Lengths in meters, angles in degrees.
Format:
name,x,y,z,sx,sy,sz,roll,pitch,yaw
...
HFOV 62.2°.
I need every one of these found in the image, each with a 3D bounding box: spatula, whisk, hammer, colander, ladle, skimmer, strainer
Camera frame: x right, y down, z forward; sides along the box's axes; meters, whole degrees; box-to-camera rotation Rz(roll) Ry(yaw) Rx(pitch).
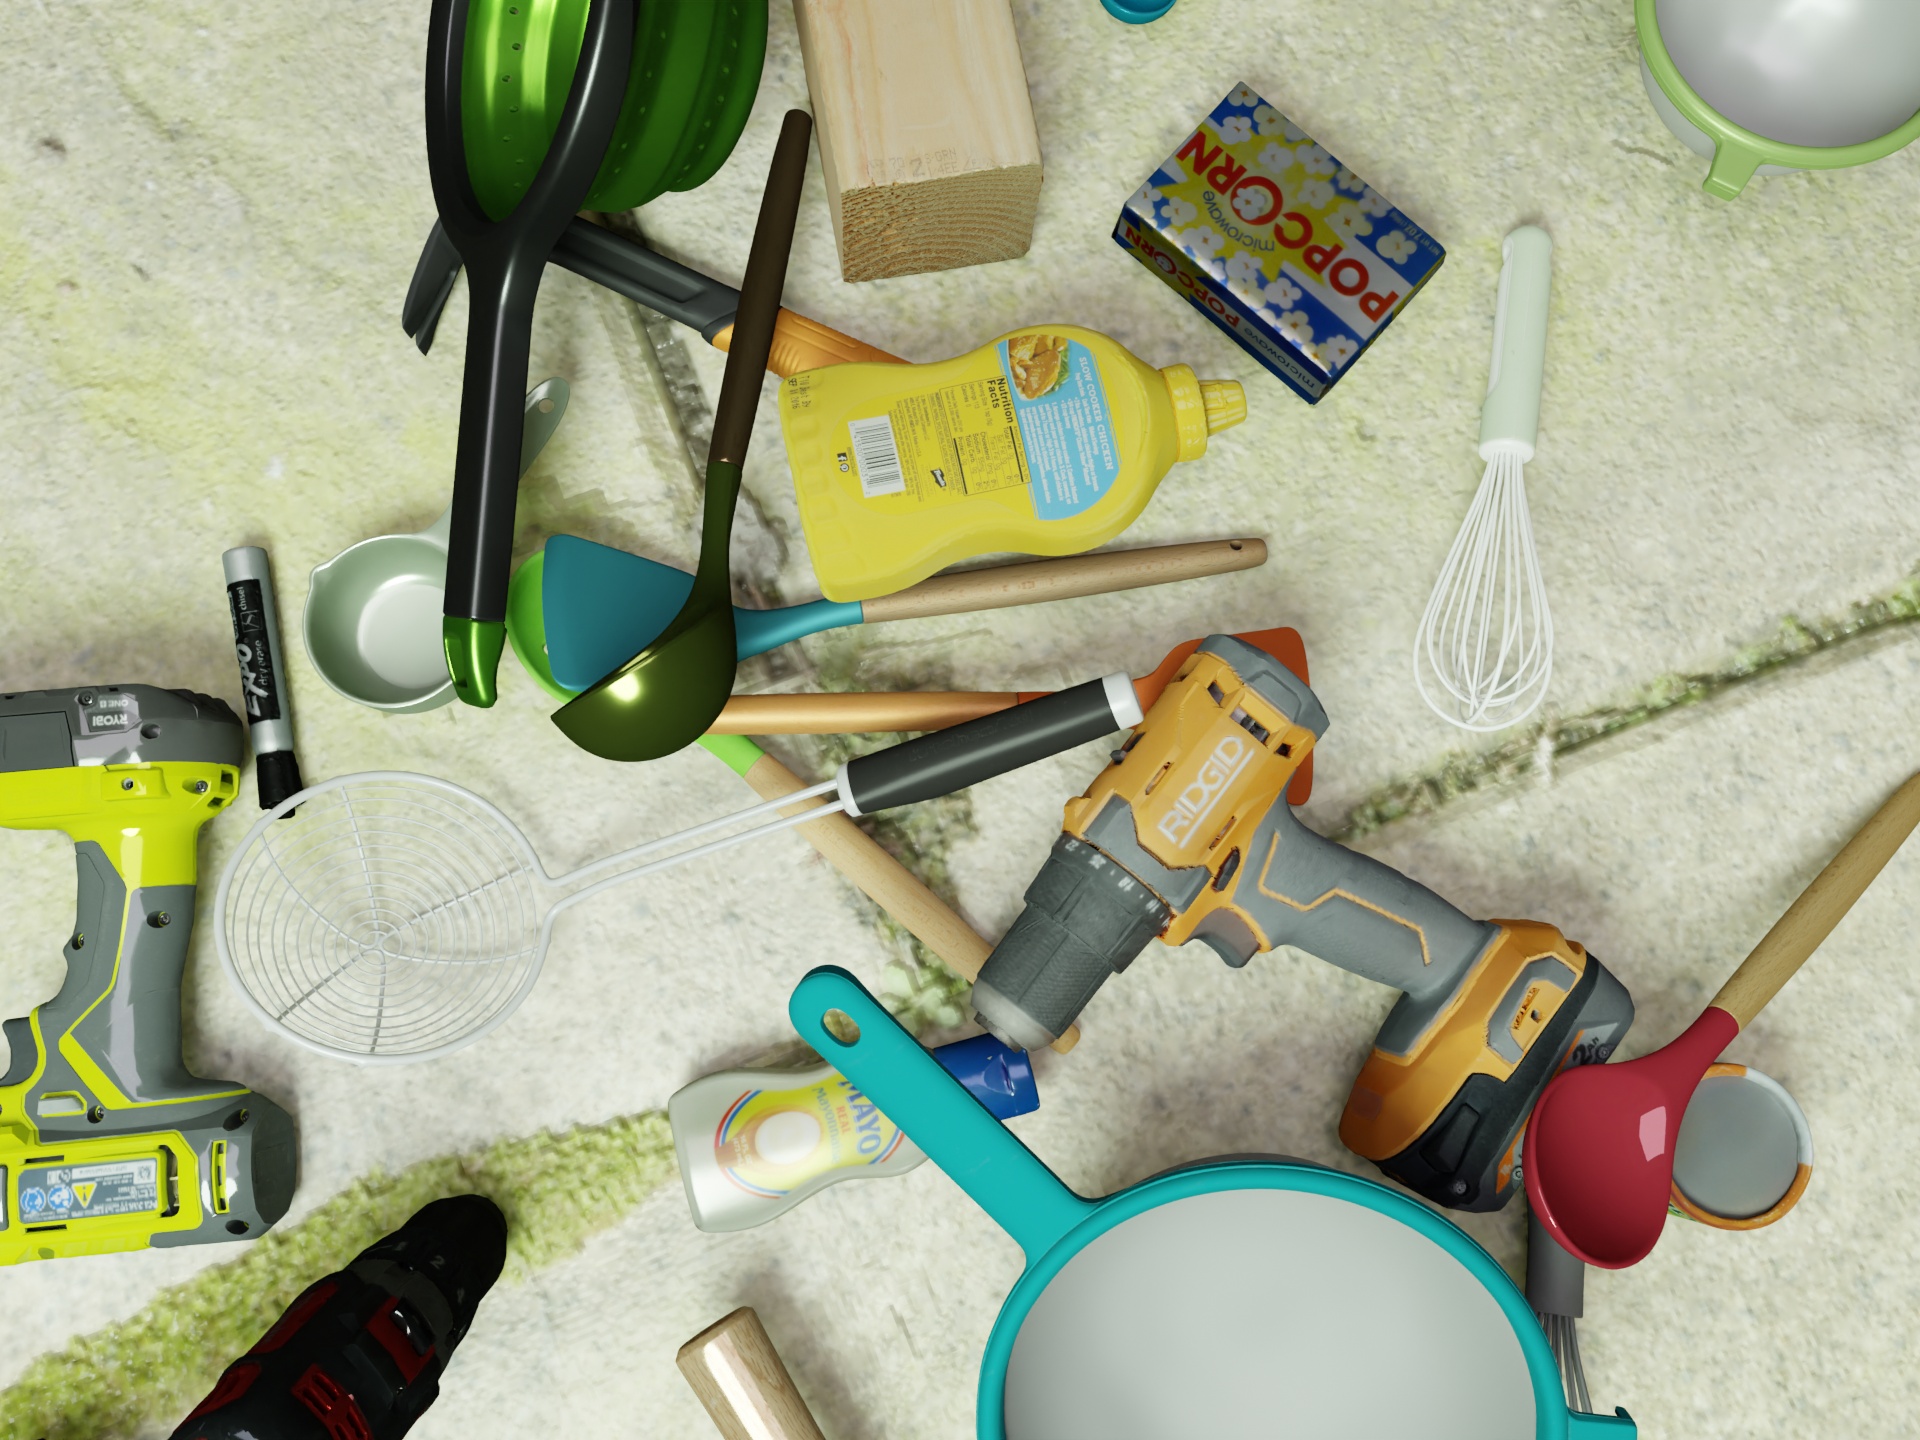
name,x,y,z,sx,sy,sz,roll,pitch,yaw
spatula,-0.018,-0.059,0.696,0.317,0.044,0.082,-8,57,-6
whisk,0.242,0.242,0.656,0.055,0.055,0.239,9,75,0
hammer,-0.005,0.371,0.595,0.130,0.031,0.331,-32,80,-8
whisk,0.244,-0.113,0.715,0.059,0.057,0.246,9,75,8
colander,-0.151,-0.201,0.658,0.094,0.205,0.397,3,95,-36
hammer,-0.080,-0.162,0.719,0.337,0.034,0.127,25,80,3
ladle,-0.103,-0.131,0.658,0.062,0.078,0.320,22,64,-31
ladle,0.321,0.105,0.642,0.315,0.031,0.069,-35,89,-27
spatula,-0.001,-0.002,0.682,0.322,0.041,0.081,-1,81,-4
skimmer,-0.109,0.038,0.625,0.363,0.090,0.127,-19,65,10
strainer,0.069,0.206,0.612,0.340,0.095,0.211,44,102,-1
strainer,0.428,-0.323,0.743,0.256,0.069,0.151,-14,79,-5

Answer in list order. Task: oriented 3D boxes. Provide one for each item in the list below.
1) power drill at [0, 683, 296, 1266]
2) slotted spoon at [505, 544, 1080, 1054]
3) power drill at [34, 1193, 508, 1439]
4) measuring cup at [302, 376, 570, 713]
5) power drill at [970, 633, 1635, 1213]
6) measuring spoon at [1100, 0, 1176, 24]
name,x,y,z,sx,sy,sz,roll,pitch,yaw
power drill,-0.369,0.104,0.645,0.171,0.080,0.223,-5,83,-3
slotted spoon,-0.071,0.038,0.688,0.314,0.031,0.070,41,64,3
power drill,-0.277,0.270,0.587,0.226,0.188,0.080,-35,94,11
measuring cup,-0.218,-0.077,0.700,0.083,0.038,0.167,31,79,4
power drill,0.131,0.102,0.640,0.226,0.084,0.185,40,82,-5
measuring spoon,0.122,-0.365,0.772,0.128,0.021,0.042,-22,81,-14
